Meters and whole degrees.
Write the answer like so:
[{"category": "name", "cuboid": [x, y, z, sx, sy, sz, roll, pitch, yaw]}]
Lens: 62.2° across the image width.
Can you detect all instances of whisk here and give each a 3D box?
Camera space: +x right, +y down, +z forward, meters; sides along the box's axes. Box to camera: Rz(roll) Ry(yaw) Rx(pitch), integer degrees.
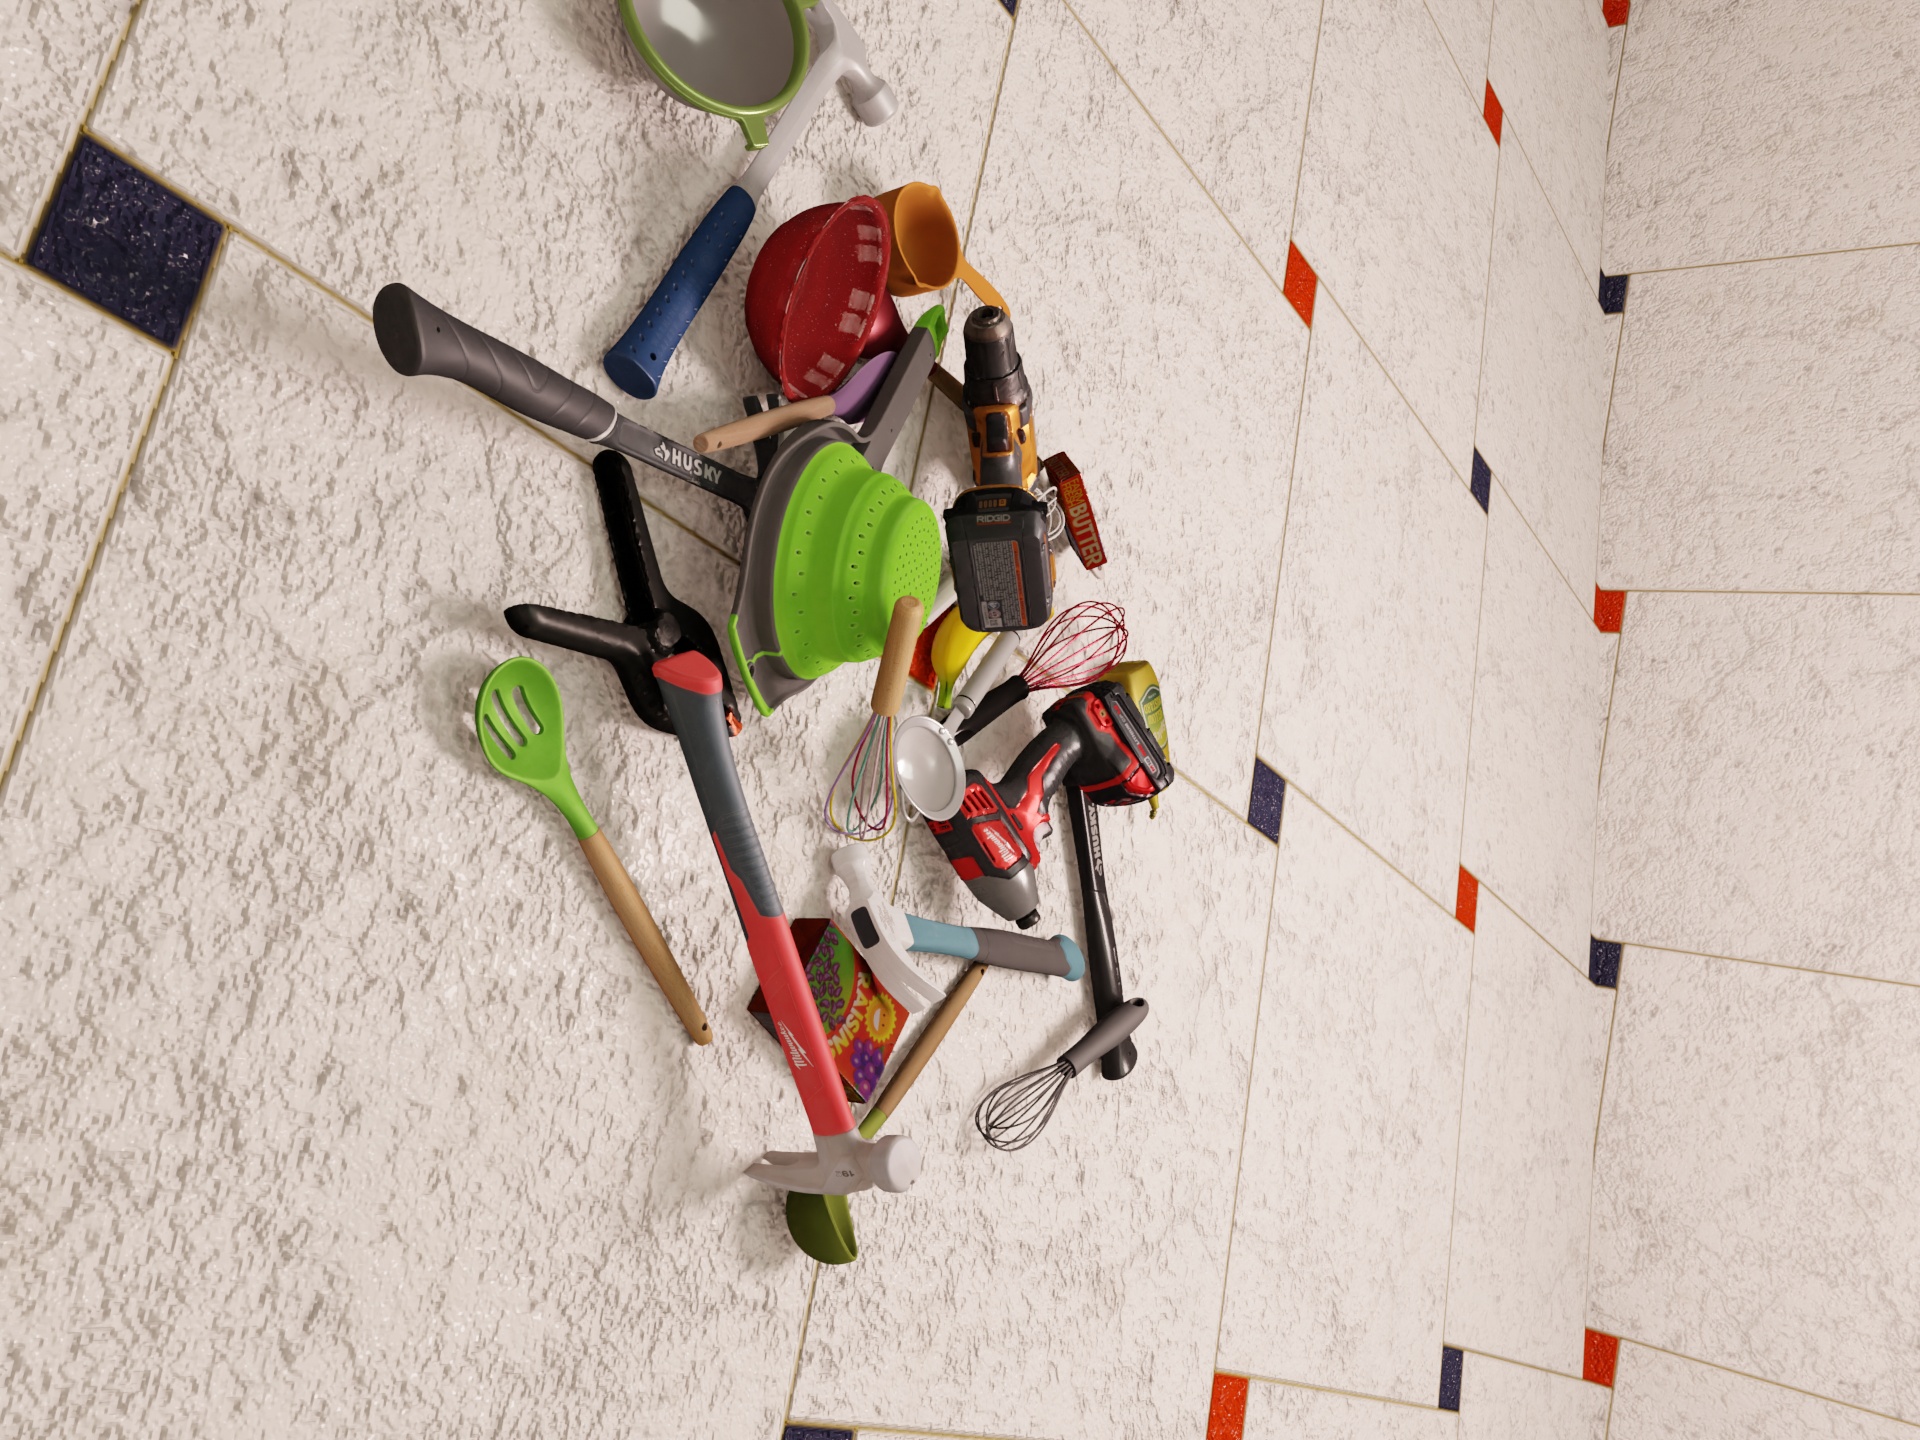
[{"category": "whisk", "cuboid": [-0.055, 0.006, 1.165, 0.051, 0.047, 0.244, -32, 151, -39]}, {"category": "whisk", "cuboid": [0.064, -0.038, 1.424, 0.296, 0.073, 0.073, -33, 113, -43]}, {"category": "whisk", "cuboid": [0.019, -0.140, 1.385, 0.059, 0.057, 0.246, 43, 50, 2]}, {"category": "whisk", "cuboid": [0.098, 0.310, 1.420, 0.239, 0.055, 0.055, -30, 110, -42]}]

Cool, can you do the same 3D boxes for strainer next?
[{"category": "strainer", "cuboid": [-0.002, -0.004, 1.308, 0.086, 0.050, 0.258, 53, 47, -23]}, {"category": "strainer", "cuboid": [-0.226, -0.504, 1.091, 0.256, 0.069, 0.152, 27, 66, -30]}]

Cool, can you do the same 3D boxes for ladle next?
[{"category": "ladle", "cuboid": [-0.013, -0.289, 1.372, 0.315, 0.031, 0.069, 31, 73, -50]}, {"category": "ladle", "cuboid": [-0.042, 0.293, 1.252, 0.320, 0.062, 0.078, -50, 128, -46]}]

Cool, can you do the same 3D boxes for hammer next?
[{"category": "hammer", "cuboid": [0.013, 0.186, 1.330, 0.330, 0.033, 0.128, 21, 43, -55]}, {"category": "hammer", "cuboid": [-0.161, -0.396, 1.176, 0.143, 0.035, 0.406, 51, 49, -38]}, {"category": "hammer", "cuboid": [-0.215, -0.187, 1.005, 0.408, 0.036, 0.149, 18, 72, -66]}, {"category": "hammer", "cuboid": [-0.143, 0.142, 1.080, 0.038, 0.143, 0.386, -29, 105, -52]}, {"category": "hammer", "cuboid": [0.125, 0.175, 1.502, 0.146, 0.035, 0.335, -15, 99, -53]}]

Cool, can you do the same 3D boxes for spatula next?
[{"category": "spatula", "cuboid": [-0.110, -0.232, 1.180, 0.316, 0.018, 0.059, -40, 153, -60]}]

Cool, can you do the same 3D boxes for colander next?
[{"category": "colander", "cuboid": [-0.048, -0.175, 1.201, 0.204, 0.094, 0.397, 77, 30, -52]}]

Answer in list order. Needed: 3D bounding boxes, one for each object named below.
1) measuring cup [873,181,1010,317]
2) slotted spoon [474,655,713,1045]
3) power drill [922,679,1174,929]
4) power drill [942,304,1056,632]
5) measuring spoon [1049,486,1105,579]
[{"category": "measuring cup", "cuboid": [-0.022, -0.381, 1.347, 0.173, 0.052, 0.095, 30, 63, -50]}, {"category": "slotted spoon", "cuboid": [-0.233, 0.095, 1.039, 0.070, 0.031, 0.313, -50, 127, -43]}, {"category": "power drill", "cuboid": [0.077, 0.072, 1.369, 0.220, 0.078, 0.143, -36, 99, -33]}, {"category": "power drill", "cuboid": [0.031, -0.208, 1.295, 0.185, 0.084, 0.226, 80, 9, -49]}, {"category": "measuring spoon", "cuboid": [0.120, -0.187, 1.543, 0.124, 0.018, 0.034, 60, 44, -31]}]
